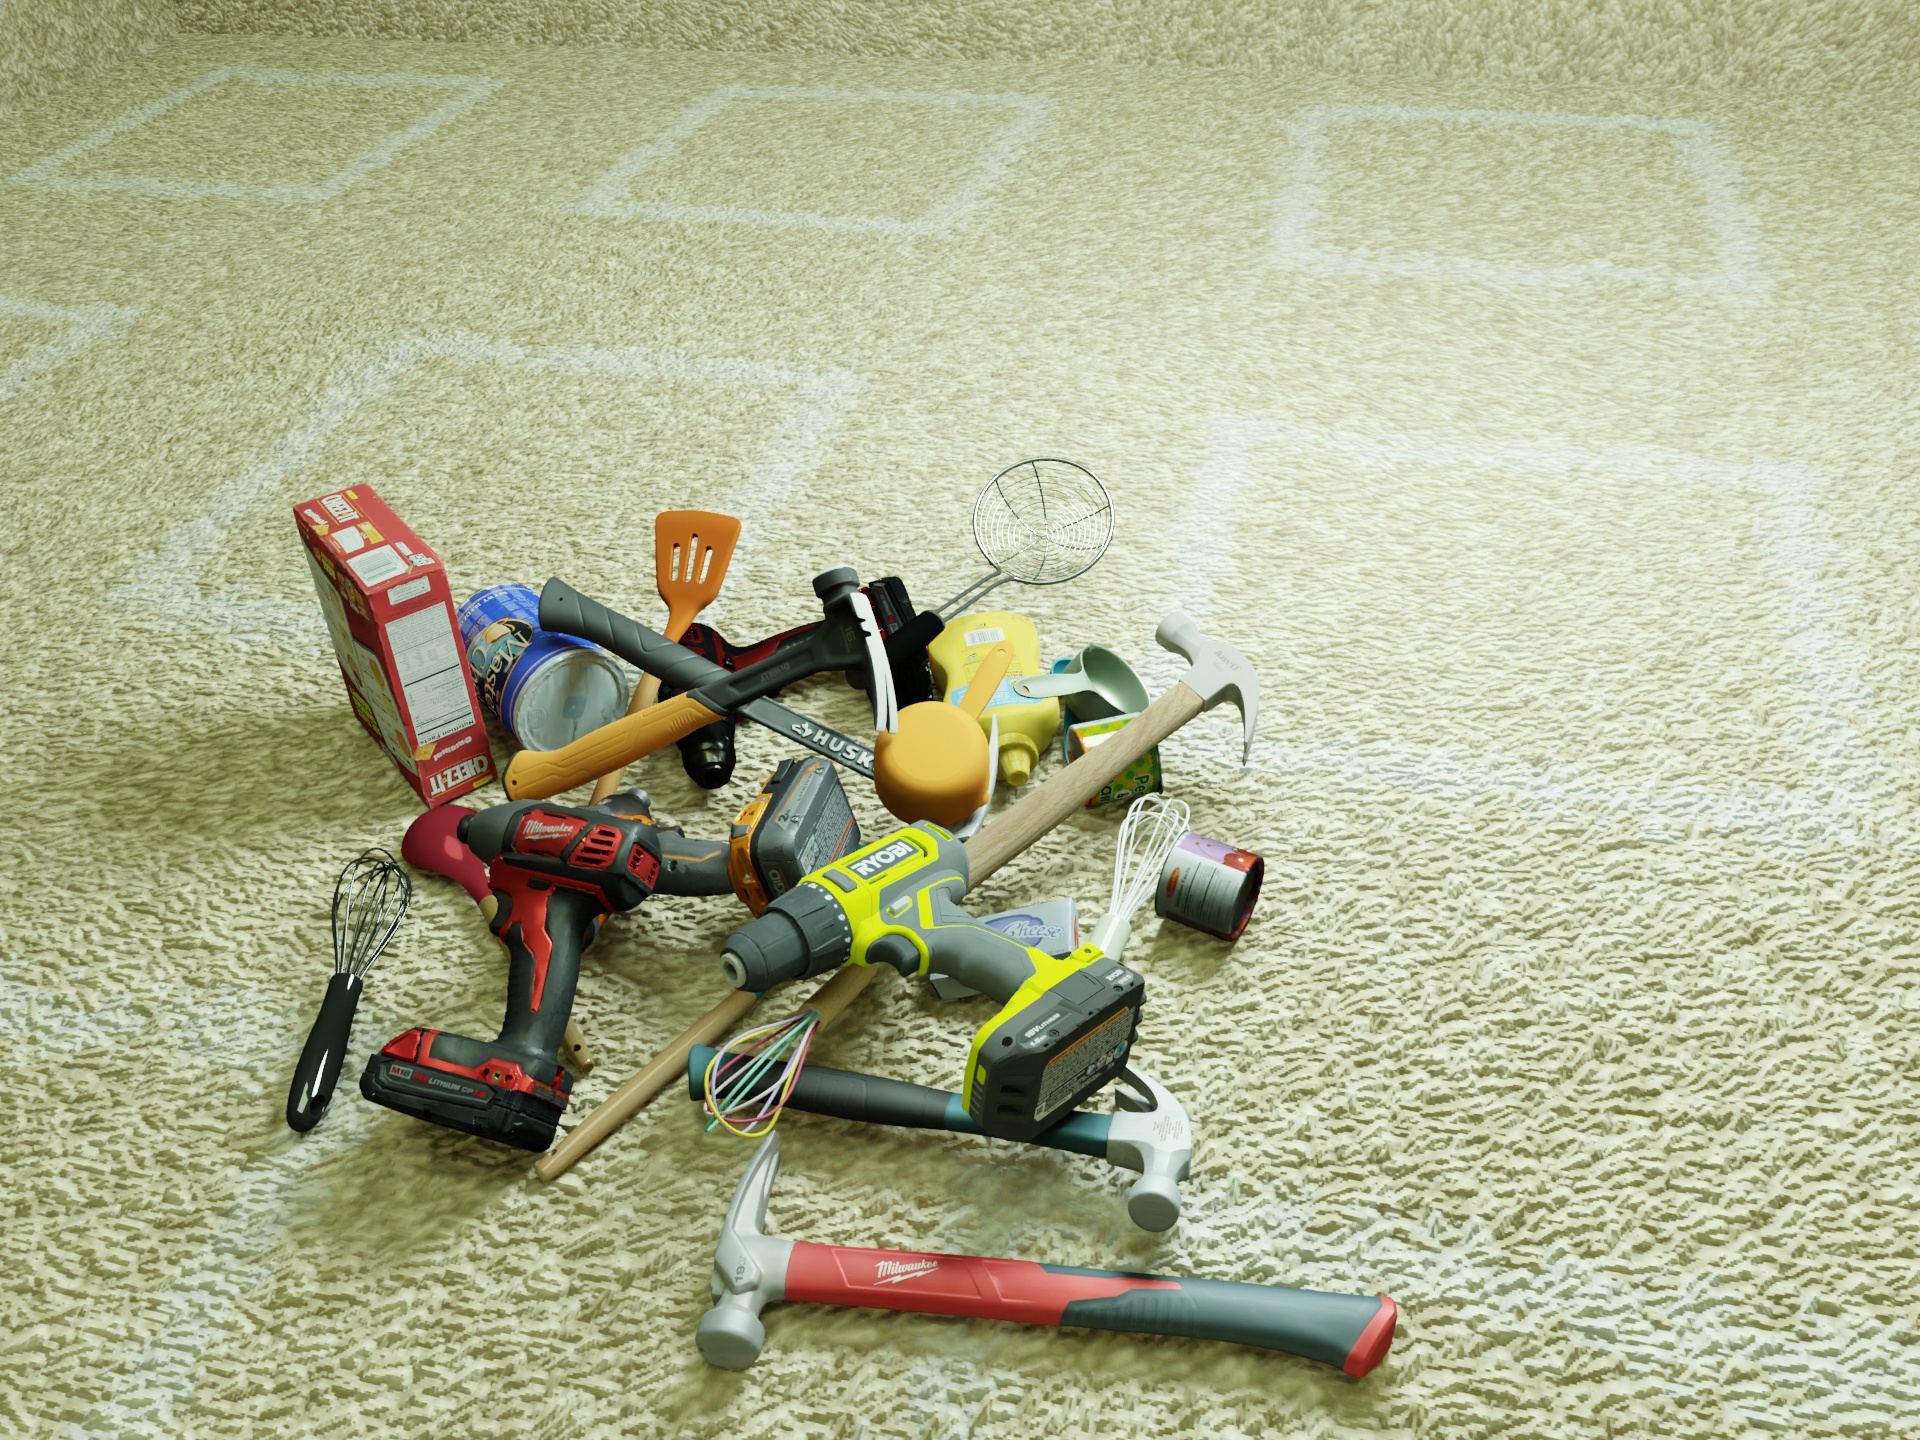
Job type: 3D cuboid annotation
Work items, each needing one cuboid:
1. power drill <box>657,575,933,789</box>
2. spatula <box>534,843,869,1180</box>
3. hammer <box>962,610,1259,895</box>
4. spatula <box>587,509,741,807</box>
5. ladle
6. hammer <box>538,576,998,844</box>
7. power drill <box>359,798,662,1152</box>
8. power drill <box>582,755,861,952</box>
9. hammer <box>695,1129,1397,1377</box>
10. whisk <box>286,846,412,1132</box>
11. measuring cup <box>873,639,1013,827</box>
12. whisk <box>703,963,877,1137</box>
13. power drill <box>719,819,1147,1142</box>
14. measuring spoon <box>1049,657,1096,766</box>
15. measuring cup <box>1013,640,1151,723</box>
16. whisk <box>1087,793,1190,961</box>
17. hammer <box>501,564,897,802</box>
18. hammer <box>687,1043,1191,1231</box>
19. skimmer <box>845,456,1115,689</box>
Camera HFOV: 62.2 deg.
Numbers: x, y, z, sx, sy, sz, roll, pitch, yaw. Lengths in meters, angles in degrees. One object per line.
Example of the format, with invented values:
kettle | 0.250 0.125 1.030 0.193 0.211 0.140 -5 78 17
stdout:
power drill | -0.140 -0.029 1.336 0.226 0.080 0.188 -13 40 -7
spatula | -0.168 0.193 1.085 0.082 0.044 0.317 3 34 47
hammer | 0.089 0.048 1.172 0.331 0.031 0.130 -36 57 -17
spatula | -0.258 -0.033 1.297 0.081 0.041 0.323 7 60 15
ladle | -0.338 0.151 1.167 0.069 0.031 0.316 -27 46 -22
hammer | -0.158 -0.016 1.242 0.409 0.036 0.149 26 65 13
power drill | -0.295 0.157 1.040 0.143 0.078 0.220 10 69 17
power drill | -0.194 0.090 1.156 0.226 0.084 0.164 -9 29 19
hammer | 0.051 0.317 0.919 0.386 0.038 0.143 3 38 8
whisk | -0.433 0.184 1.117 0.055 0.055 0.239 -3 42 0
measuring cup | -0.002 -0.004 1.187 0.095 0.052 0.174 25 66 12
whisk | -0.102 0.201 1.010 0.047 0.051 0.245 26 18 11
power drill | -0.018 0.159 0.996 0.229 0.080 0.190 30 37 33
measuring spoon | 0.092 0.000 1.329 0.042 0.021 0.129 15 46 -13
measuring cup | 0.088 -0.020 1.278 0.167 0.038 0.083 -6 57 -49
whisk | 0.112 0.140 1.133 0.059 0.057 0.246 -19 28 40
hammer | -0.206 0.003 1.197 0.337 0.034 0.127 -22 79 20
hammer | -0.020 0.243 0.993 0.331 0.033 0.128 6 21 14
skimmer | 0.014 -0.127 1.329 0.127 0.090 0.363 31 35 14
